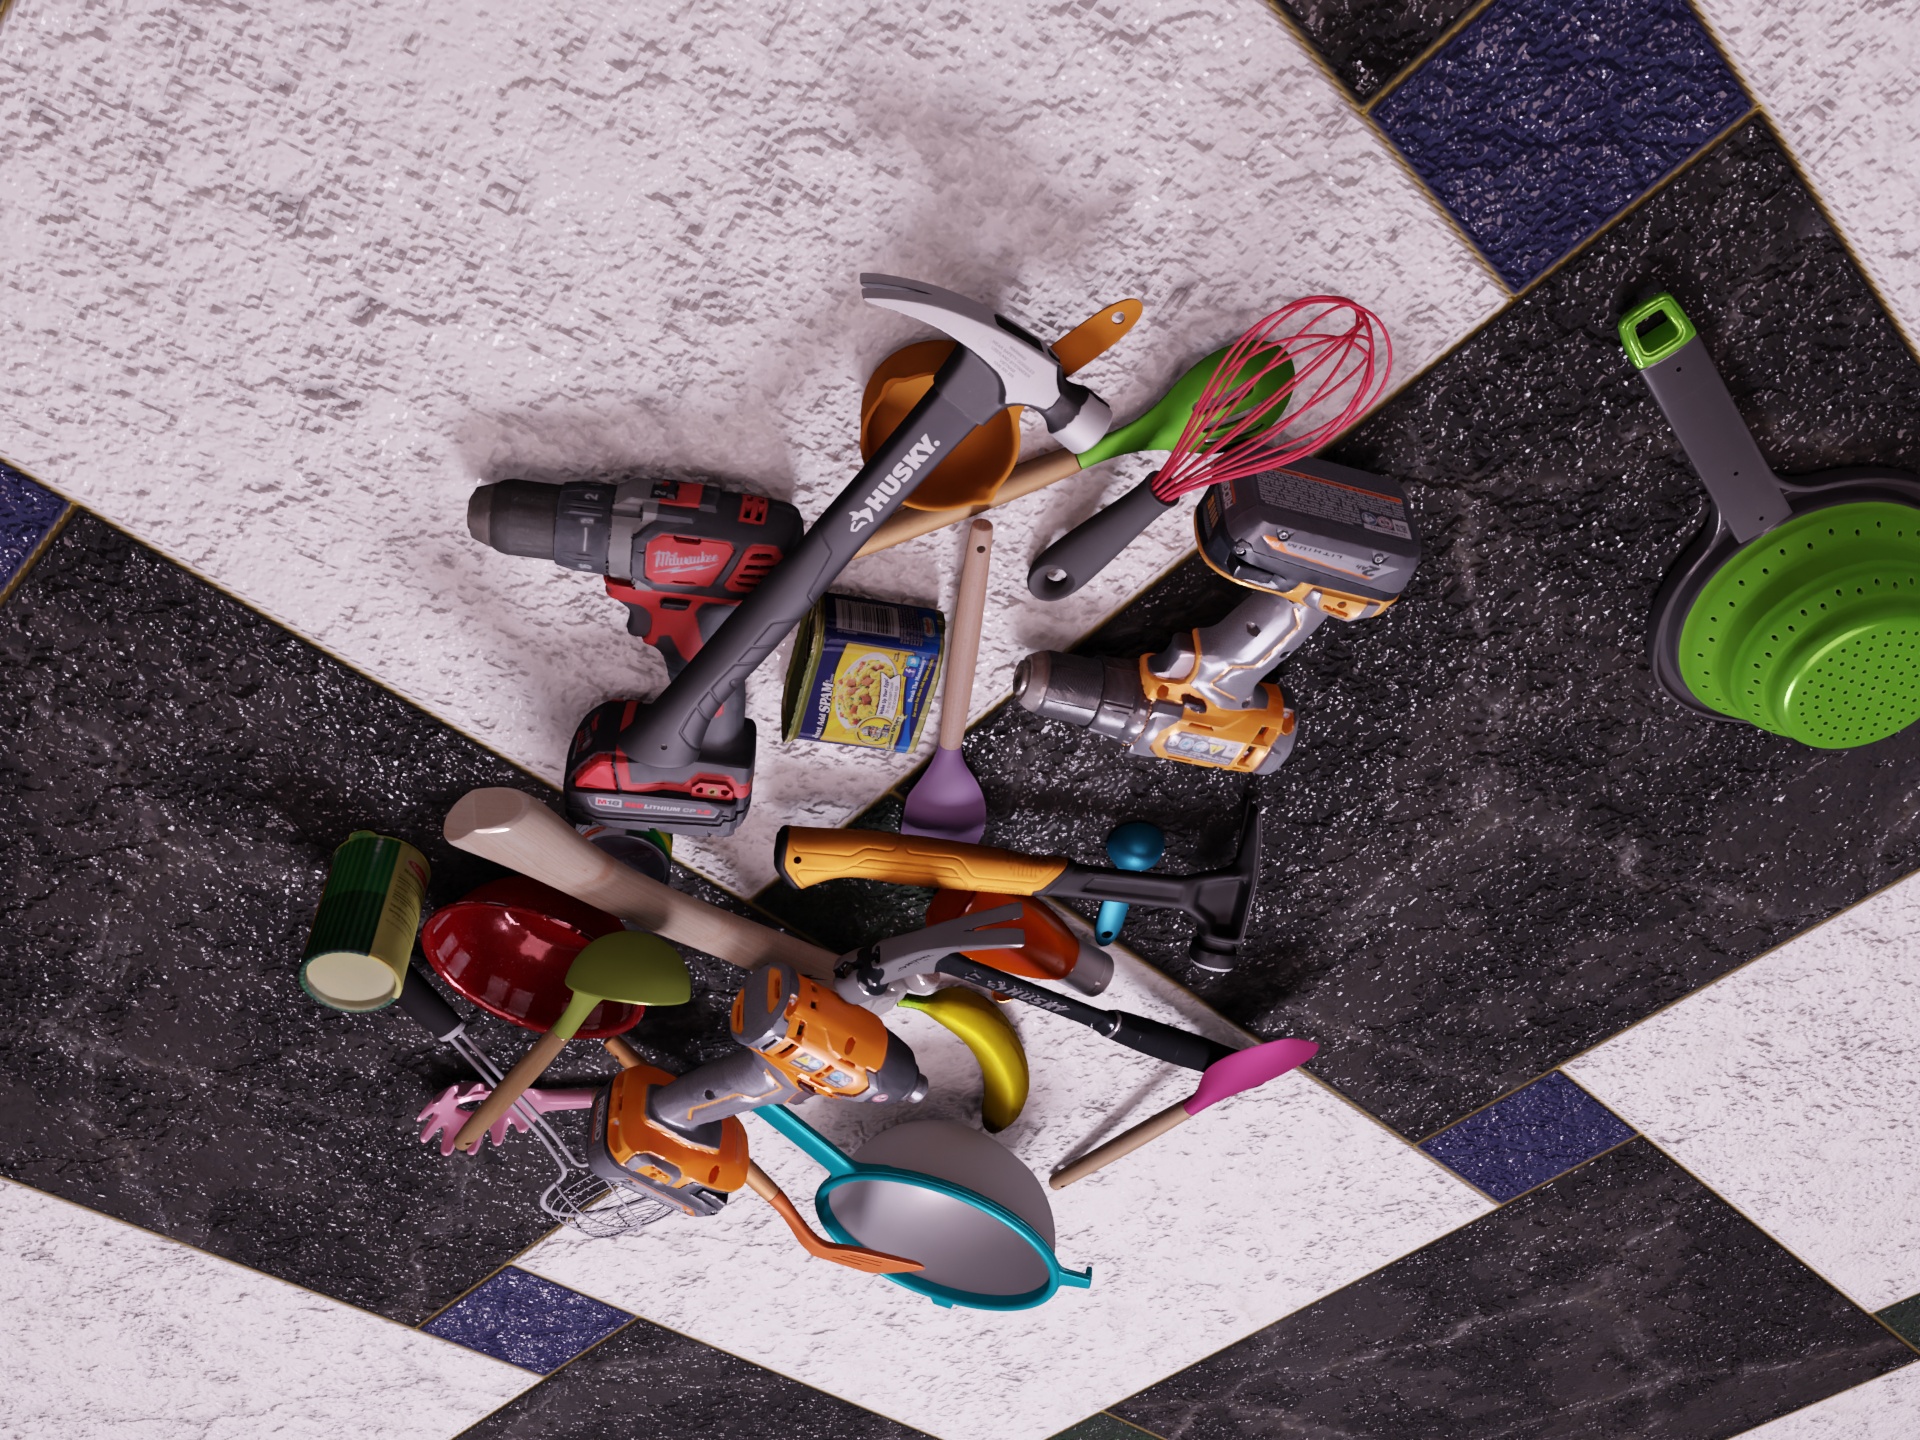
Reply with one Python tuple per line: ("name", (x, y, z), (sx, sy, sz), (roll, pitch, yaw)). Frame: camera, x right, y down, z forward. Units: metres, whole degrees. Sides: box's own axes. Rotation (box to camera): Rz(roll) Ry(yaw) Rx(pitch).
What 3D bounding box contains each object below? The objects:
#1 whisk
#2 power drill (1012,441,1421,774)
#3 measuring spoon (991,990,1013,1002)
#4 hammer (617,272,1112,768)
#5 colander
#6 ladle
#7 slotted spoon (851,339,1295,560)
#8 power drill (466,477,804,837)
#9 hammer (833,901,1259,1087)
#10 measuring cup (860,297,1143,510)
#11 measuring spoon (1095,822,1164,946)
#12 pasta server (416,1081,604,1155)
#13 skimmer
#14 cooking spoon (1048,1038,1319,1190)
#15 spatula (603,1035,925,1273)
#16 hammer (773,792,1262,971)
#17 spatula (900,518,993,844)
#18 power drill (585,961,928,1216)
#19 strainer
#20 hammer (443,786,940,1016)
("whisk", (0.123, -0.137, 0.871), (0.073, 0.073, 0.296), (23, 146, -23))
("power drill", (0.148, -0.059, 0.964), (0.185, 0.084, 0.226), (12, 138, -14))
("measuring spoon", (0.010, 0.176, 1.205), (0.021, 0.011, 0.116), (-24, 125, 16))
("hammer", (-0.082, -0.091, 0.868), (0.146, 0.035, 0.334), (33, 115, -26))
("colander", (0.502, -0.096, 0.960), (0.204, 0.095, 0.396), (-33, 126, 21))
("ladle", (-0.279, 0.233, 1.078), (0.078, 0.062, 0.320), (10, 139, -37))
("slotted spoon", (0.045, -0.142, 0.925), (0.314, 0.031, 0.070), (-19, 137, 13))
("power drill", (-0.198, -0.044, 0.955), (0.188, 0.080, 0.226), (6, 126, -8))
("hammer", (0.104, 0.217, 1.176), (0.149, 0.036, 0.408), (-27, 142, 35))
("measuring cup", (0.022, -0.187, 0.868), (0.173, 0.052, 0.095), (-32, 126, 18))
("measuring spoon", (0.119, 0.127, 1.163), (0.042, 0.021, 0.128), (5, 129, -9))
("pasta server", (-0.267, 0.305, 1.269), (0.316, 0.040, 0.060), (-2, 118, -5))
("skimmer", (-0.337, 0.261, 1.203), (0.127, 0.090, 0.363), (-32, 109, 13))
("cooking spoon", (0.172, 0.326, 1.303), (0.068, 0.017, 0.318), (16, 139, -31))
("spatula", (-0.162, 0.355, 1.269), (0.322, 0.041, 0.081), (48, 139, -14))
("hammer", (0.041, 0.098, 1.093), (0.336, 0.034, 0.127), (6, 107, -10))
("spatula", (-0.002, -0.003, 1.035), (0.059, 0.018, 0.315), (-2, 135, -10))
("power drill", (-0.142, 0.272, 1.146), (0.226, 0.084, 0.164), (-37, 126, 26))
("strainer", (-0.052, 0.356, 1.300), (0.340, 0.095, 0.211), (43, 136, -19))
("hammer", (-0.184, 0.141, 1.068), (0.146, 0.038, 0.410), (-30, 142, 20))
